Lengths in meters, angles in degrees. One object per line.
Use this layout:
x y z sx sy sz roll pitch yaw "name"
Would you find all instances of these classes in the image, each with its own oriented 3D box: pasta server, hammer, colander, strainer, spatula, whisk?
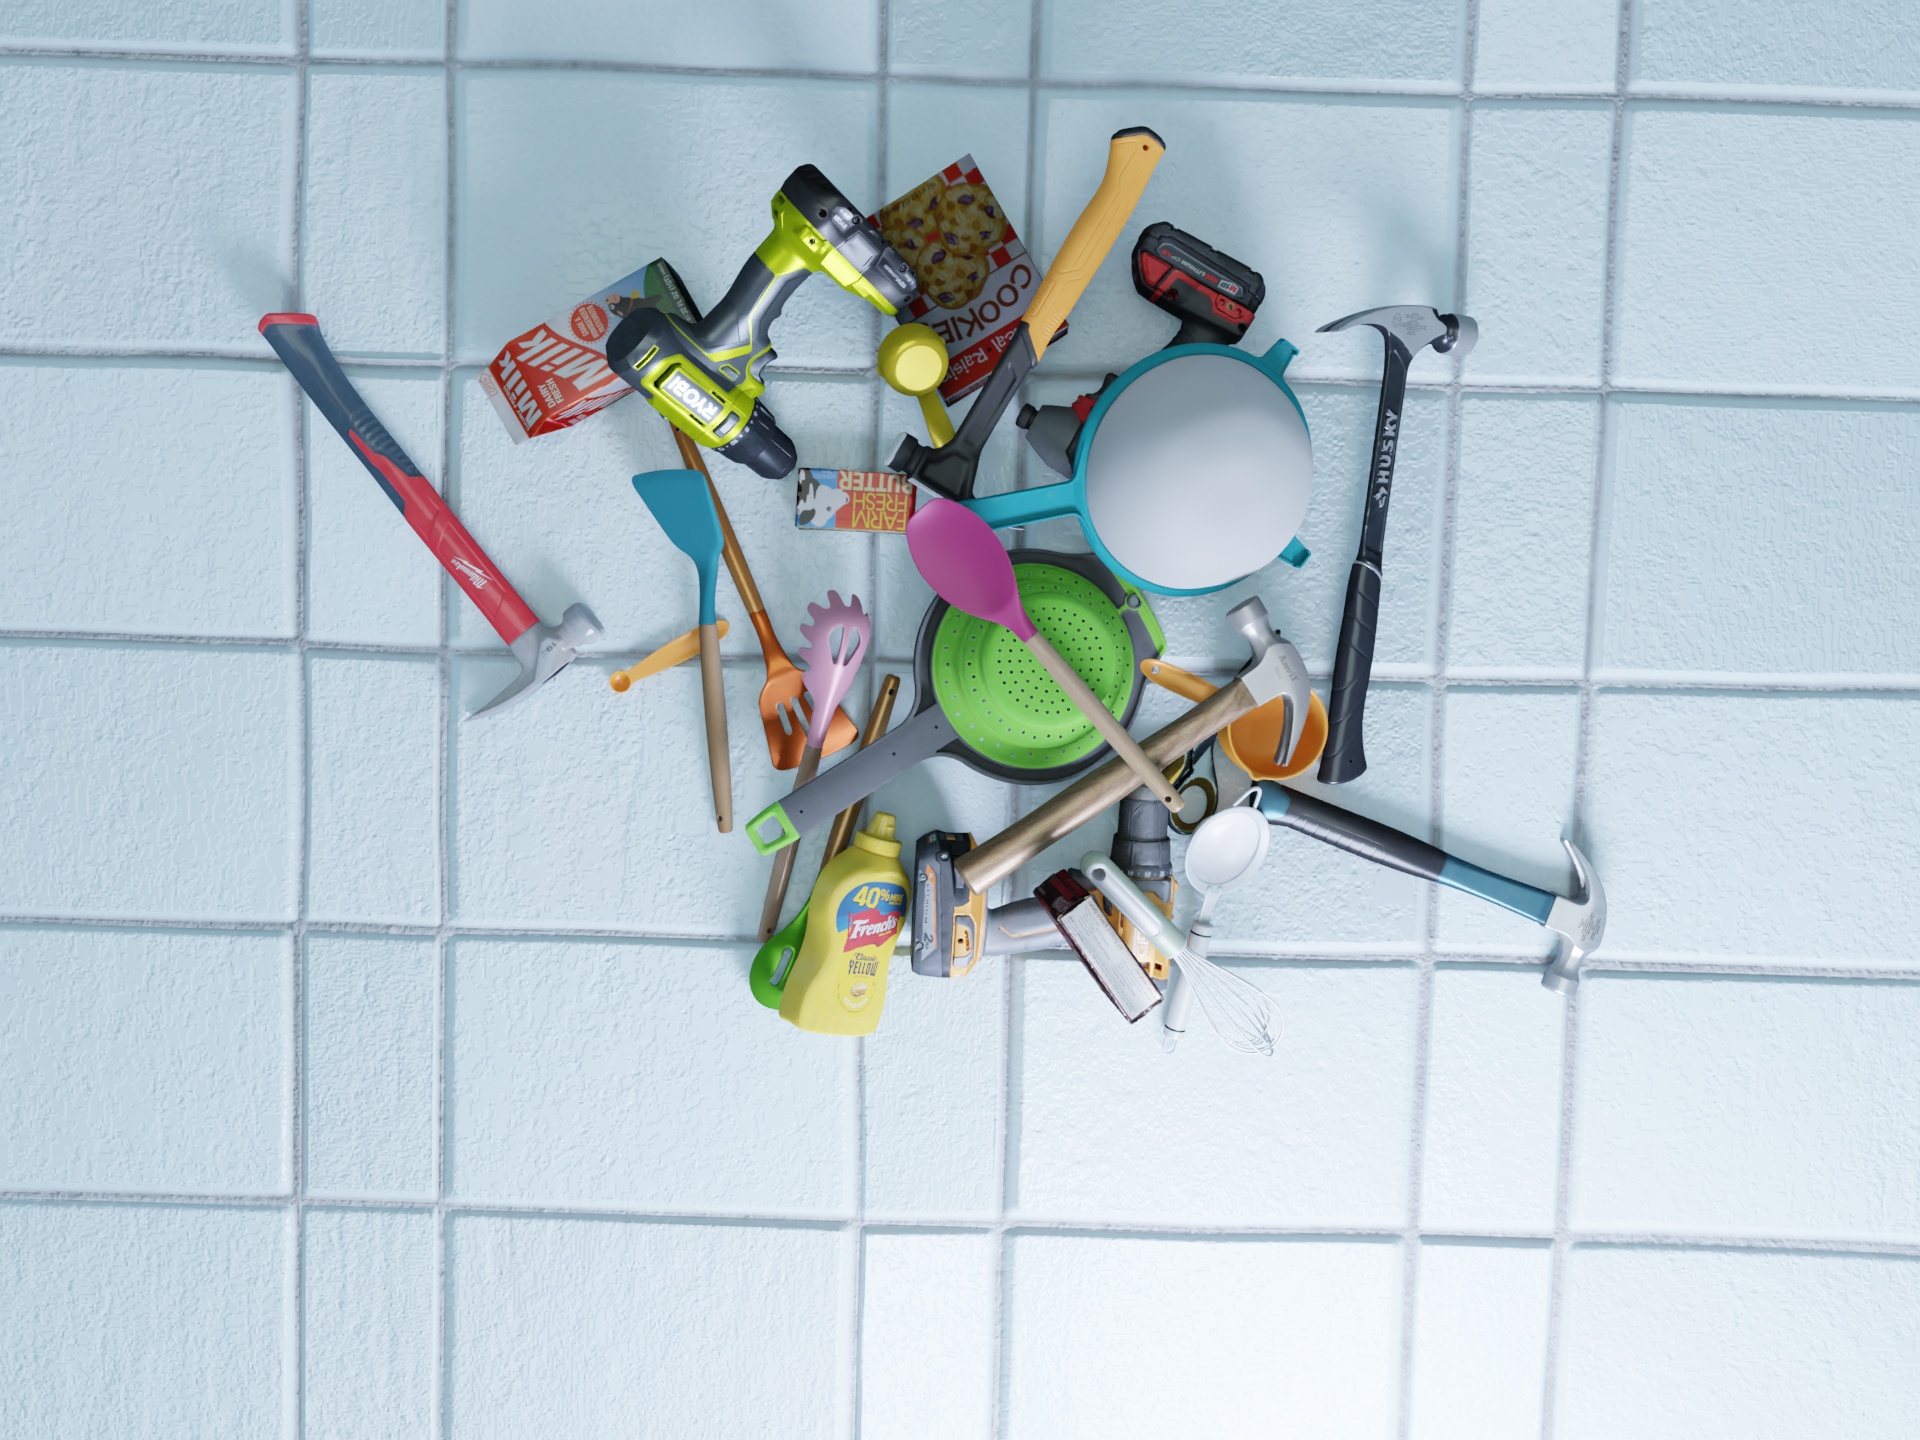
-0.134 0.044 1.371 0.060 0.040 0.316 10 105 -23 "pasta server"
0.345 -0.147 1.350 0.149 0.036 0.409 3 98 -26 "hammer"
-0.002 -0.004 1.317 0.397 0.094 0.204 -32 93 -8 "colander"
0.074 -0.322 1.290 0.127 0.034 0.337 29 96 -15 "hammer"
0.210 0.172 1.382 0.086 0.050 0.258 7 103 -30 "strainer"
0.404 0.124 1.385 0.331 0.033 0.128 21 94 -1 "hammer"
0.142 0.041 1.304 0.331 0.031 0.130 -34 96 -2 "hammer"
0.143 -0.180 1.271 0.340 0.095 0.211 -12 111 -12 "strainer"
-0.223 -0.056 1.364 0.082 0.044 0.317 1 101 33 "spatula"
0.185 0.196 1.330 0.058 0.059 0.246 -39 105 20 "whisk"
-0.185 -0.115 1.380 0.081 0.041 0.322 -23 89 0 "spatula"
-0.482 -0.182 1.369 0.143 0.038 0.386 -38 93 4 "hammer"

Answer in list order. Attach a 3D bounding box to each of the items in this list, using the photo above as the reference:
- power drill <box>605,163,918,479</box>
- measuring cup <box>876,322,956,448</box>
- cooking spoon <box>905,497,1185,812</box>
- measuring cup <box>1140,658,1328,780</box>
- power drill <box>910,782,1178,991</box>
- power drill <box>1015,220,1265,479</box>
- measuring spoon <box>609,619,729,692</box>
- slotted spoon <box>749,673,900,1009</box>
-0.148 -0.314 1.294 0.228 0.080 0.190 -43 134 11 "power drill"
-0.020 -0.256 1.328 0.062 0.029 0.156 -25 124 -1 "measuring cup"
0.073 -0.048 1.268 0.068 0.017 0.319 -39 96 20 "cooking spoon"
0.225 -0.013 1.351 0.173 0.052 0.095 25 91 -8 "measuring cup"
0.074 0.138 1.362 0.226 0.084 0.185 3 98 -4 "power drill"
0.150 -0.297 1.341 0.143 0.078 0.219 28 96 -2 "power drill"
-0.254 -0.057 1.391 0.117 0.011 0.021 -29 98 -1 "measuring spoon"
-0.110 0.109 1.388 0.070 0.031 0.314 19 91 -24 "slotted spoon"
